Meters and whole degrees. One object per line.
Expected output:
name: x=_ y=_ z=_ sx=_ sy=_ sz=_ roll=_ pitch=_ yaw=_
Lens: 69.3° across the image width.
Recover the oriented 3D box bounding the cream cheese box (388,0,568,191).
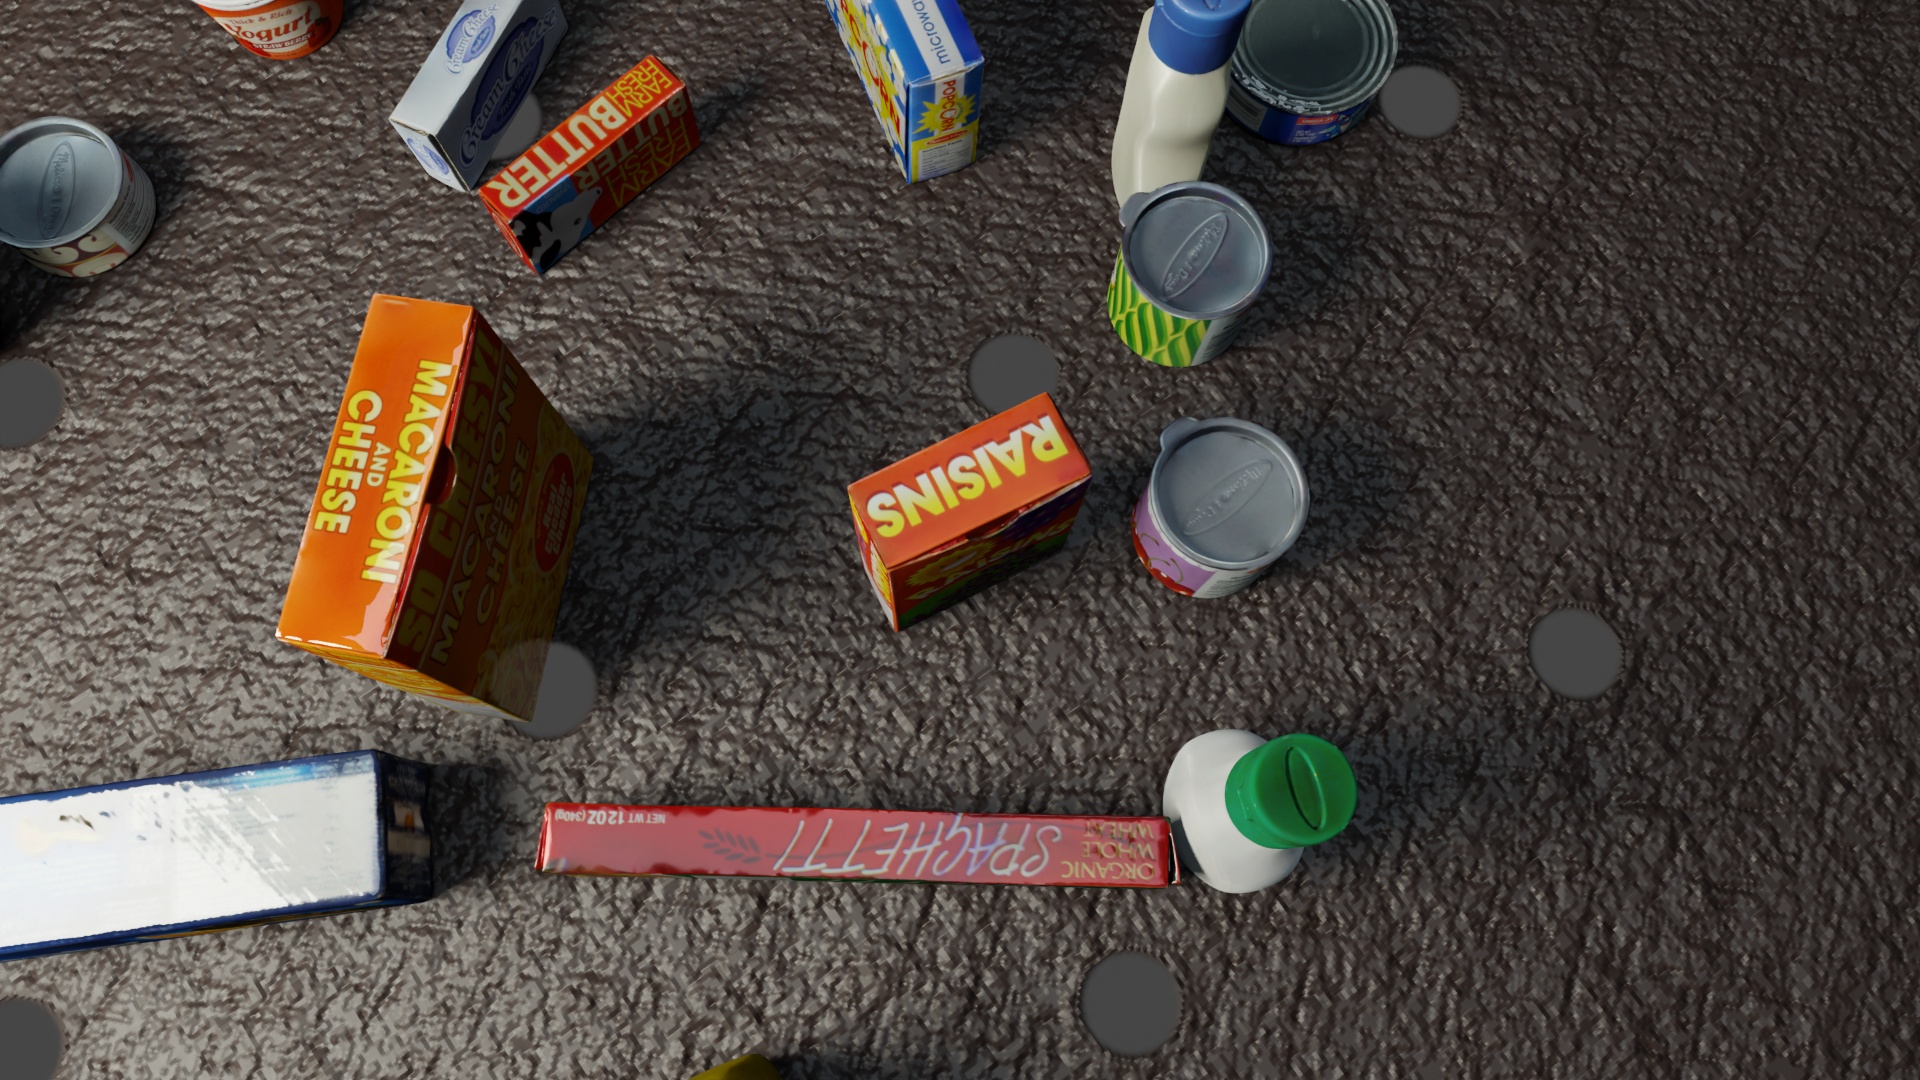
cream cheese box: x=-0.221 y=-0.219 z=0.647 sx=0.024 sy=0.053 sz=0.104 roll=24 pitch=76 yaw=5

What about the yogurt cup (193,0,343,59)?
yogurt cup: x=-0.329 y=-0.266 z=0.656 sx=0.072 sy=0.054 sz=0.072 roll=0 pitch=75 yaw=-1

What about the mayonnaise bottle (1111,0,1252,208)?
mayonnaise bottle: x=0.094 y=-0.196 z=0.601 sx=0.041 sy=0.147 sz=0.065 roll=-1 pitch=76 yaw=-2

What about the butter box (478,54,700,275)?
butter box: x=-0.167 y=-0.172 z=0.636 sx=0.104 sy=0.053 sz=0.024 roll=-43 pitch=80 yaw=-11

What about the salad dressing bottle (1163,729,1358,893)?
salad dressing bottle: x=0.110 y=0.099 z=0.522 sx=0.044 sy=0.147 sz=0.064 roll=-13 pitch=76 yaw=-5

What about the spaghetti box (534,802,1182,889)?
spaghetti box: x=-0.039 y=0.124 z=0.562 sx=0.250 sy=0.050 sz=0.029 roll=2 pitch=75 yaw=-1

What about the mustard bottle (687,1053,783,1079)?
mustard bottle: x=-0.092 y=0.215 z=0.479 sx=0.065 sy=0.160 sz=0.049 roll=-28 pitch=78 yaw=-8

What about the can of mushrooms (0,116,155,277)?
can of mushrooms: x=-0.411 y=-0.157 z=0.635 sx=0.071 sy=0.033 sz=0.071 roll=0 pitch=75 yaw=-1

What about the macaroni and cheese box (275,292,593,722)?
macaroni and cheese box: x=-0.190 y=-0.003 z=0.532 sx=0.040 sy=0.166 sz=0.124 roll=9 pitch=75 yaw=1

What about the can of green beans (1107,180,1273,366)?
can of green beans: x=0.102 y=-0.119 z=0.627 sx=0.071 sy=0.057 sz=0.071 roll=0 pitch=75 yaw=-1

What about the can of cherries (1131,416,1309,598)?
can of cherries: x=0.109 y=-0.015 z=0.599 sx=0.071 sy=0.058 sz=0.071 roll=0 pitch=75 yaw=-1

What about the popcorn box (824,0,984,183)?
popcorn box: x=-0.031 y=-0.242 z=0.642 sx=0.038 sy=0.085 sz=0.127 roll=-22 pitch=77 yaw=-7

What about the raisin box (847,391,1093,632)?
raisin box: x=0.002 y=-0.007 z=0.560 sx=0.086 sy=0.123 sz=0.040 roll=-25 pitch=78 yaw=-8
